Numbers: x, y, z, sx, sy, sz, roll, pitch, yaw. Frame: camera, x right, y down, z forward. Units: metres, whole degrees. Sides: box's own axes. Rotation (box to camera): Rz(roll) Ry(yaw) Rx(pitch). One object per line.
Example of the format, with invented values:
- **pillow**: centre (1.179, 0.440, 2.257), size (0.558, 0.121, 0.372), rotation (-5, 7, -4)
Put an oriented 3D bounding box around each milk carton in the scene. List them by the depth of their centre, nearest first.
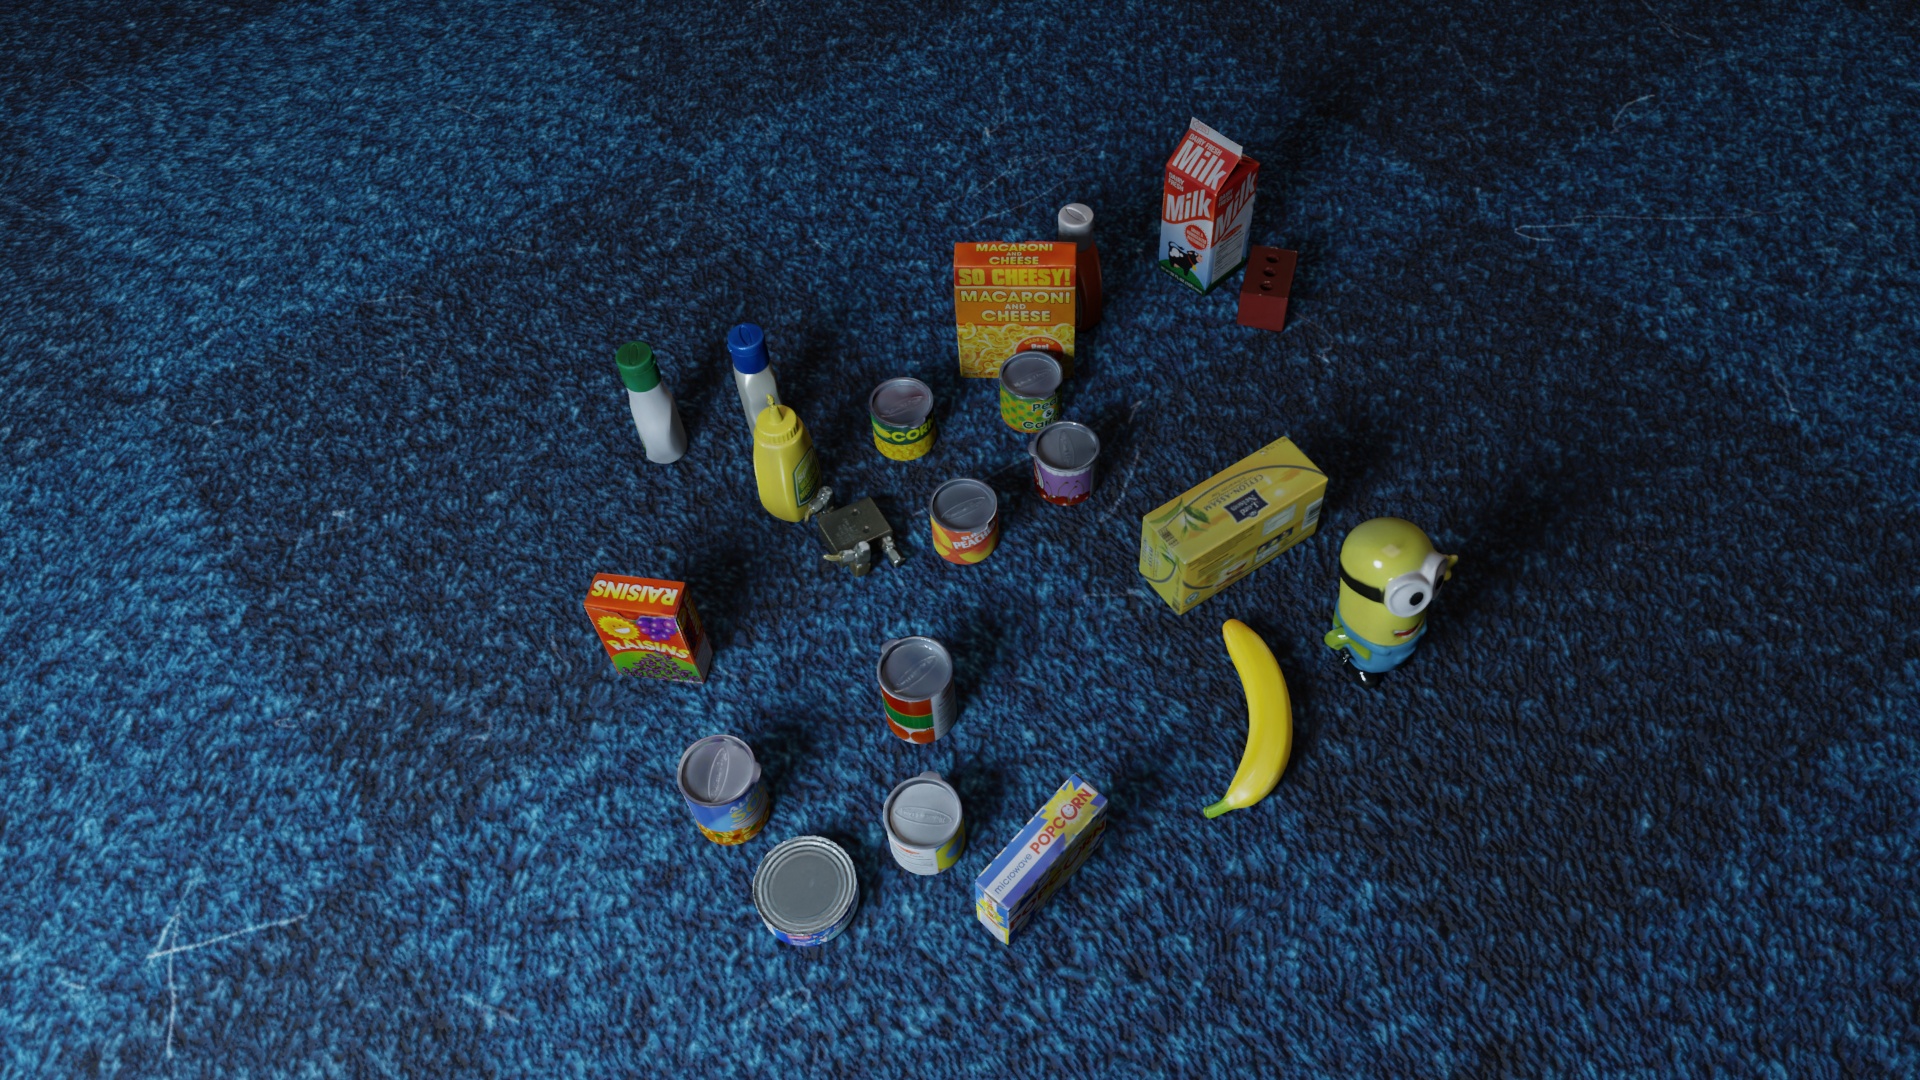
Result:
- **milk carton**: centre (0.269, -0.366, 1.507), size (0.074, 0.189, 0.072), rotation (-38, 61, -21)

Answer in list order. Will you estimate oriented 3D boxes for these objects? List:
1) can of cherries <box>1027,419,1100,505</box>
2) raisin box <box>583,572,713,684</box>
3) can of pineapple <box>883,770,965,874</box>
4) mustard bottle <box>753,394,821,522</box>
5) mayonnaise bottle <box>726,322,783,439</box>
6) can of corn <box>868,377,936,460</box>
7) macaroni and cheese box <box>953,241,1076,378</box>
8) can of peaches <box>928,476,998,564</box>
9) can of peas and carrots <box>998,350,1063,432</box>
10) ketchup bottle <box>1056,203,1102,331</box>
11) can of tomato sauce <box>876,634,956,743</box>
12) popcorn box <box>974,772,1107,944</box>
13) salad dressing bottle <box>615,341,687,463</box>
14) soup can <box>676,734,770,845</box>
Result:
- **can of cherries**: centre (0.103, -0.077, 1.391), size (0.071, 0.058, 0.072), rotation (-2, 55, 2)
- **raisin box**: centre (-0.281, 0.081, 1.260), size (0.086, 0.122, 0.040), rotation (7, 55, 8)
- **can of pineapple**: centre (-0.029, 0.240, 1.172), size (0.071, 0.057, 0.071), rotation (-2, 55, 2)
- **mustard bottle**: centre (-0.172, -0.084, 1.349), size (0.049, 0.159, 0.065), rotation (19, 58, 16)
- **mayonnaise bottle**: centre (-0.205, -0.157, 1.410), size (0.041, 0.147, 0.065), rotation (-20, 56, -10)
- **can of corn**: centre (-0.058, -0.123, 1.433), size (0.071, 0.058, 0.071), rotation (-2, 55, 2)
- **macaroni and cheese box**: centre (0.058, -0.238, 1.442), size (0.124, 0.165, 0.040), rotation (1, 55, 4)
- **can of peaches**: centre (0.005, -0.017, 1.354), size (0.071, 0.057, 0.071), rotation (-2, 55, 2)
- **can of peas and carrots**: centre (0.075, -0.153, 1.446), size (0.071, 0.058, 0.071), rotation (-2, 55, 2)
- **ketchup bottle**: centre (0.123, -0.294, 1.490), size (0.044, 0.148, 0.065), rotation (-40, 62, -22)
- **can of tomato sauce**: centre (-0.039, 0.133, 1.234), size (0.071, 0.082, 0.071), rotation (-2, 55, 2)
- **popcorn box**: centre (0.066, 0.261, 1.135), size (0.038, 0.084, 0.127), rotation (36, 64, 25)
- **salad dressing bottle**: centre (-0.313, -0.139, 1.404), size (0.044, 0.147, 0.064), rotation (-6, 55, -1)
- **soup can**: centre (-0.198, 0.214, 1.184), size (0.071, 0.083, 0.072), rotation (-2, 55, 2)
